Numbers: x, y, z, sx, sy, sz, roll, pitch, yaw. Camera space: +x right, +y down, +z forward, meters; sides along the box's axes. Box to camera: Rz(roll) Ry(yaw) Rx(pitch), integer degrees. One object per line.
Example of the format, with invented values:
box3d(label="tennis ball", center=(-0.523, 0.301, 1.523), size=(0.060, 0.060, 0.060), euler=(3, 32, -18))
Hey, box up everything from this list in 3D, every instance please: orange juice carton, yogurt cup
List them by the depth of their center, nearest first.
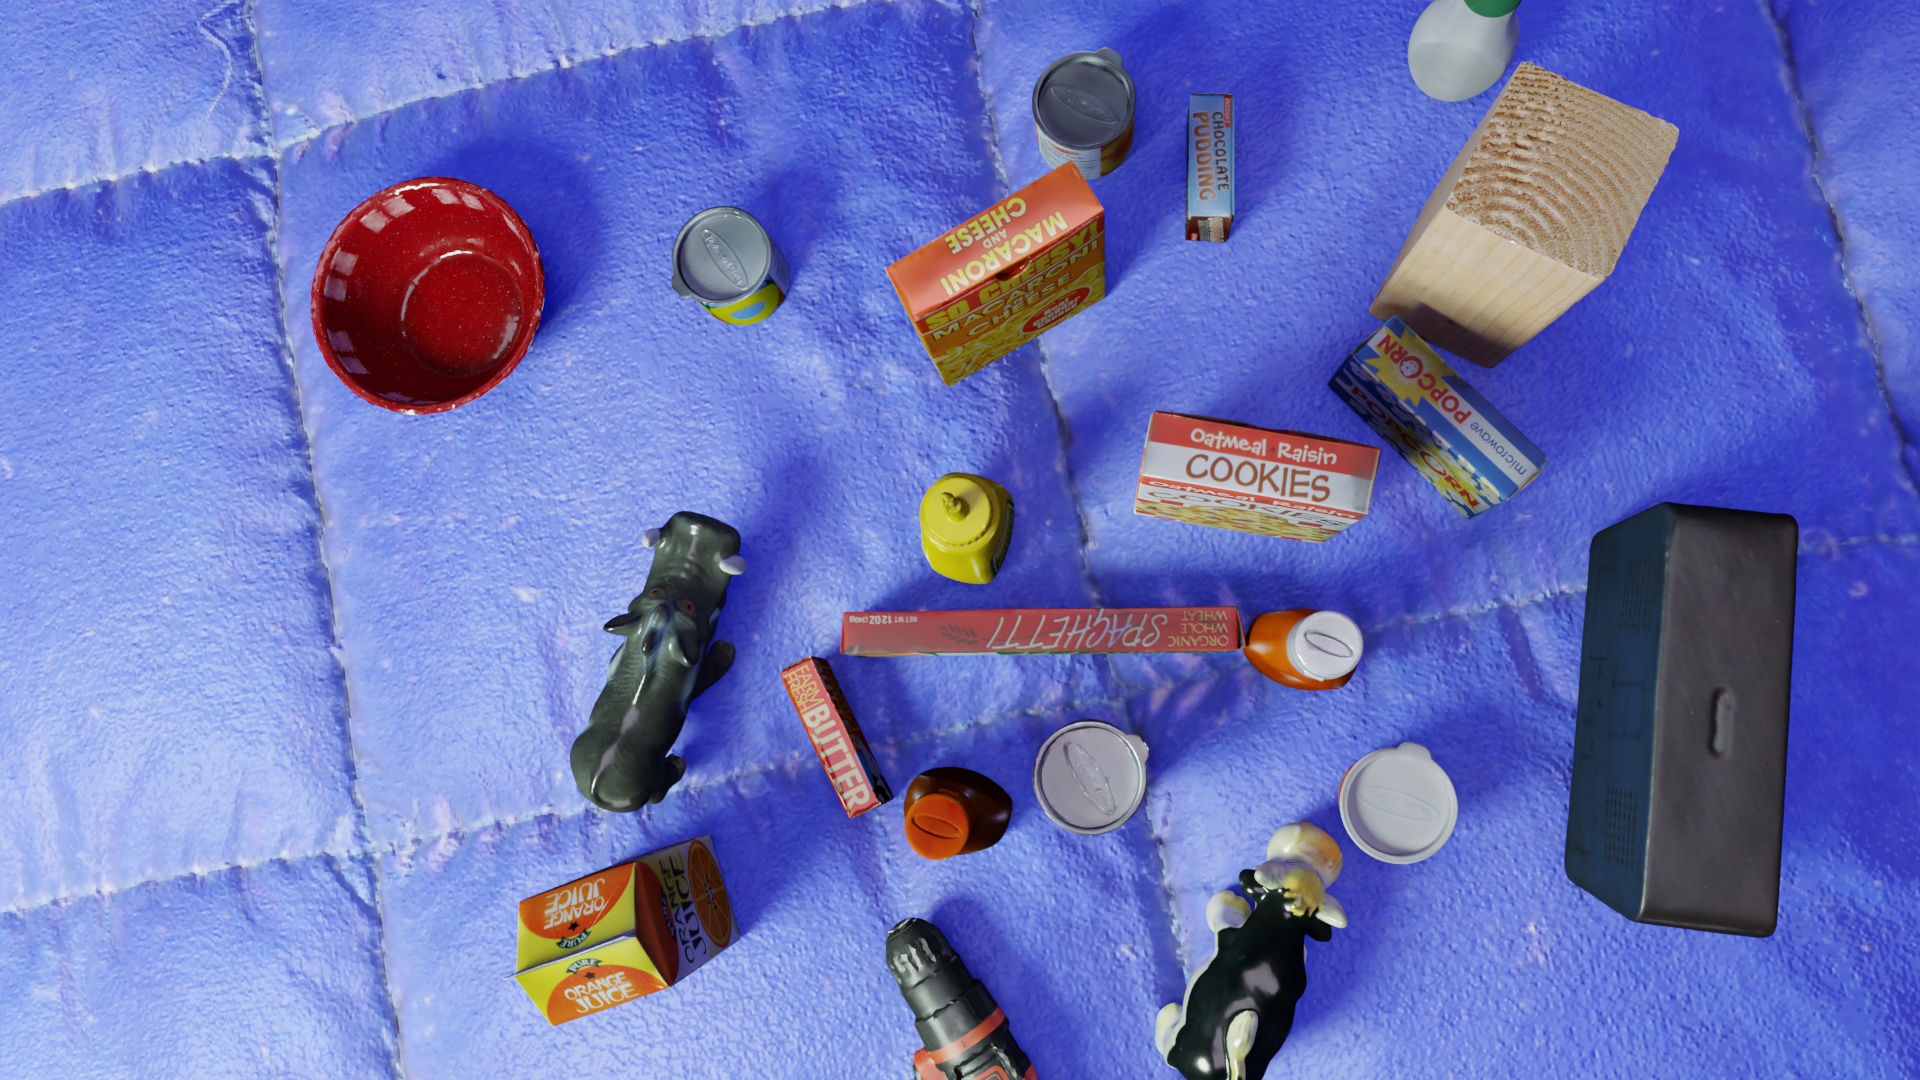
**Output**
box3d(label="orange juice carton", center=(-0.195, 0.225, 0.810), size=(0.072, 0.192, 0.073), euler=(-19, 82, 4))
box3d(label="yogurt cup", center=(0.261, 0.159, 0.843), size=(0.072, 0.054, 0.072), euler=(-1, 84, 6))

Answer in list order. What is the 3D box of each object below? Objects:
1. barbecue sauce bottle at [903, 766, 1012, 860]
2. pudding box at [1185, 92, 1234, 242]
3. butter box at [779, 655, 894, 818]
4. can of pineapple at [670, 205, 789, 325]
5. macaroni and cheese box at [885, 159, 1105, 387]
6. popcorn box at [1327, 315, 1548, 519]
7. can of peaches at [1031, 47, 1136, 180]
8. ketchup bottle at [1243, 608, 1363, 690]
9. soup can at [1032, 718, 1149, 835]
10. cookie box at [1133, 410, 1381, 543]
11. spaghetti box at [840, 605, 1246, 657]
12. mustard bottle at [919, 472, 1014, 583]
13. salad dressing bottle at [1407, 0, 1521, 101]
box3d(label="barbecue sauce bottle", center=(-0.005, 0.161, 0.821), size=(0.065, 0.148, 0.043), euler=(18, 86, 7))
box3d(label="pudding box", center=(0.162, -0.241, 0.902), size=(0.030, 0.049, 0.084), euler=(1, 84, 6))
box3d(label="butter box", center=(-0.078, 0.124, 0.881), size=(0.024, 0.053, 0.103), euler=(-27, 82, 2))
box3d(label="can of pineapple", center=(-0.153, -0.180, 0.922), size=(0.071, 0.058, 0.071), euler=(-1, 84, 6))
box3d(label="macaroni and cheese box", center=(0.028, -0.156, 0.846), size=(0.124, 0.166, 0.040), euler=(-30, 82, 2))
box3d(label="popcorn box", center=(0.290, -0.073, 0.852), size=(0.038, 0.085, 0.127), euler=(-44, 81, 0))
box3d(label="can of peaches", center=(0.083, -0.279, 0.910), size=(0.071, 0.058, 0.071), euler=(-1, 84, 6))
box3d(label="ketchup bottle", center=(0.204, 0.064, 0.812), size=(0.065, 0.148, 0.043), euler=(23, 87, 8))
box3d(label="soup can", center=(0.082, 0.141, 0.848), size=(0.071, 0.083, 0.071), euler=(-1, 84, 6))
box3d(label="cookie box", center=(0.167, -0.035, 0.818), size=(0.123, 0.167, 0.040), euler=(10, 85, 7))
box3d(label="spaghetti box", center=(0.051, 0.058, 0.878), size=(0.250, 0.050, 0.028), euler=(-1, 84, 5))
box3d(label="mustard bottle", center=(0.003, -0.010, 0.835), size=(0.049, 0.160, 0.065), euler=(14, 85, 7))
box3d(label="salad dressing bottle", center=(0.315, -0.318, 0.847), size=(0.064, 0.147, 0.044), euler=(21, 87, 8))
